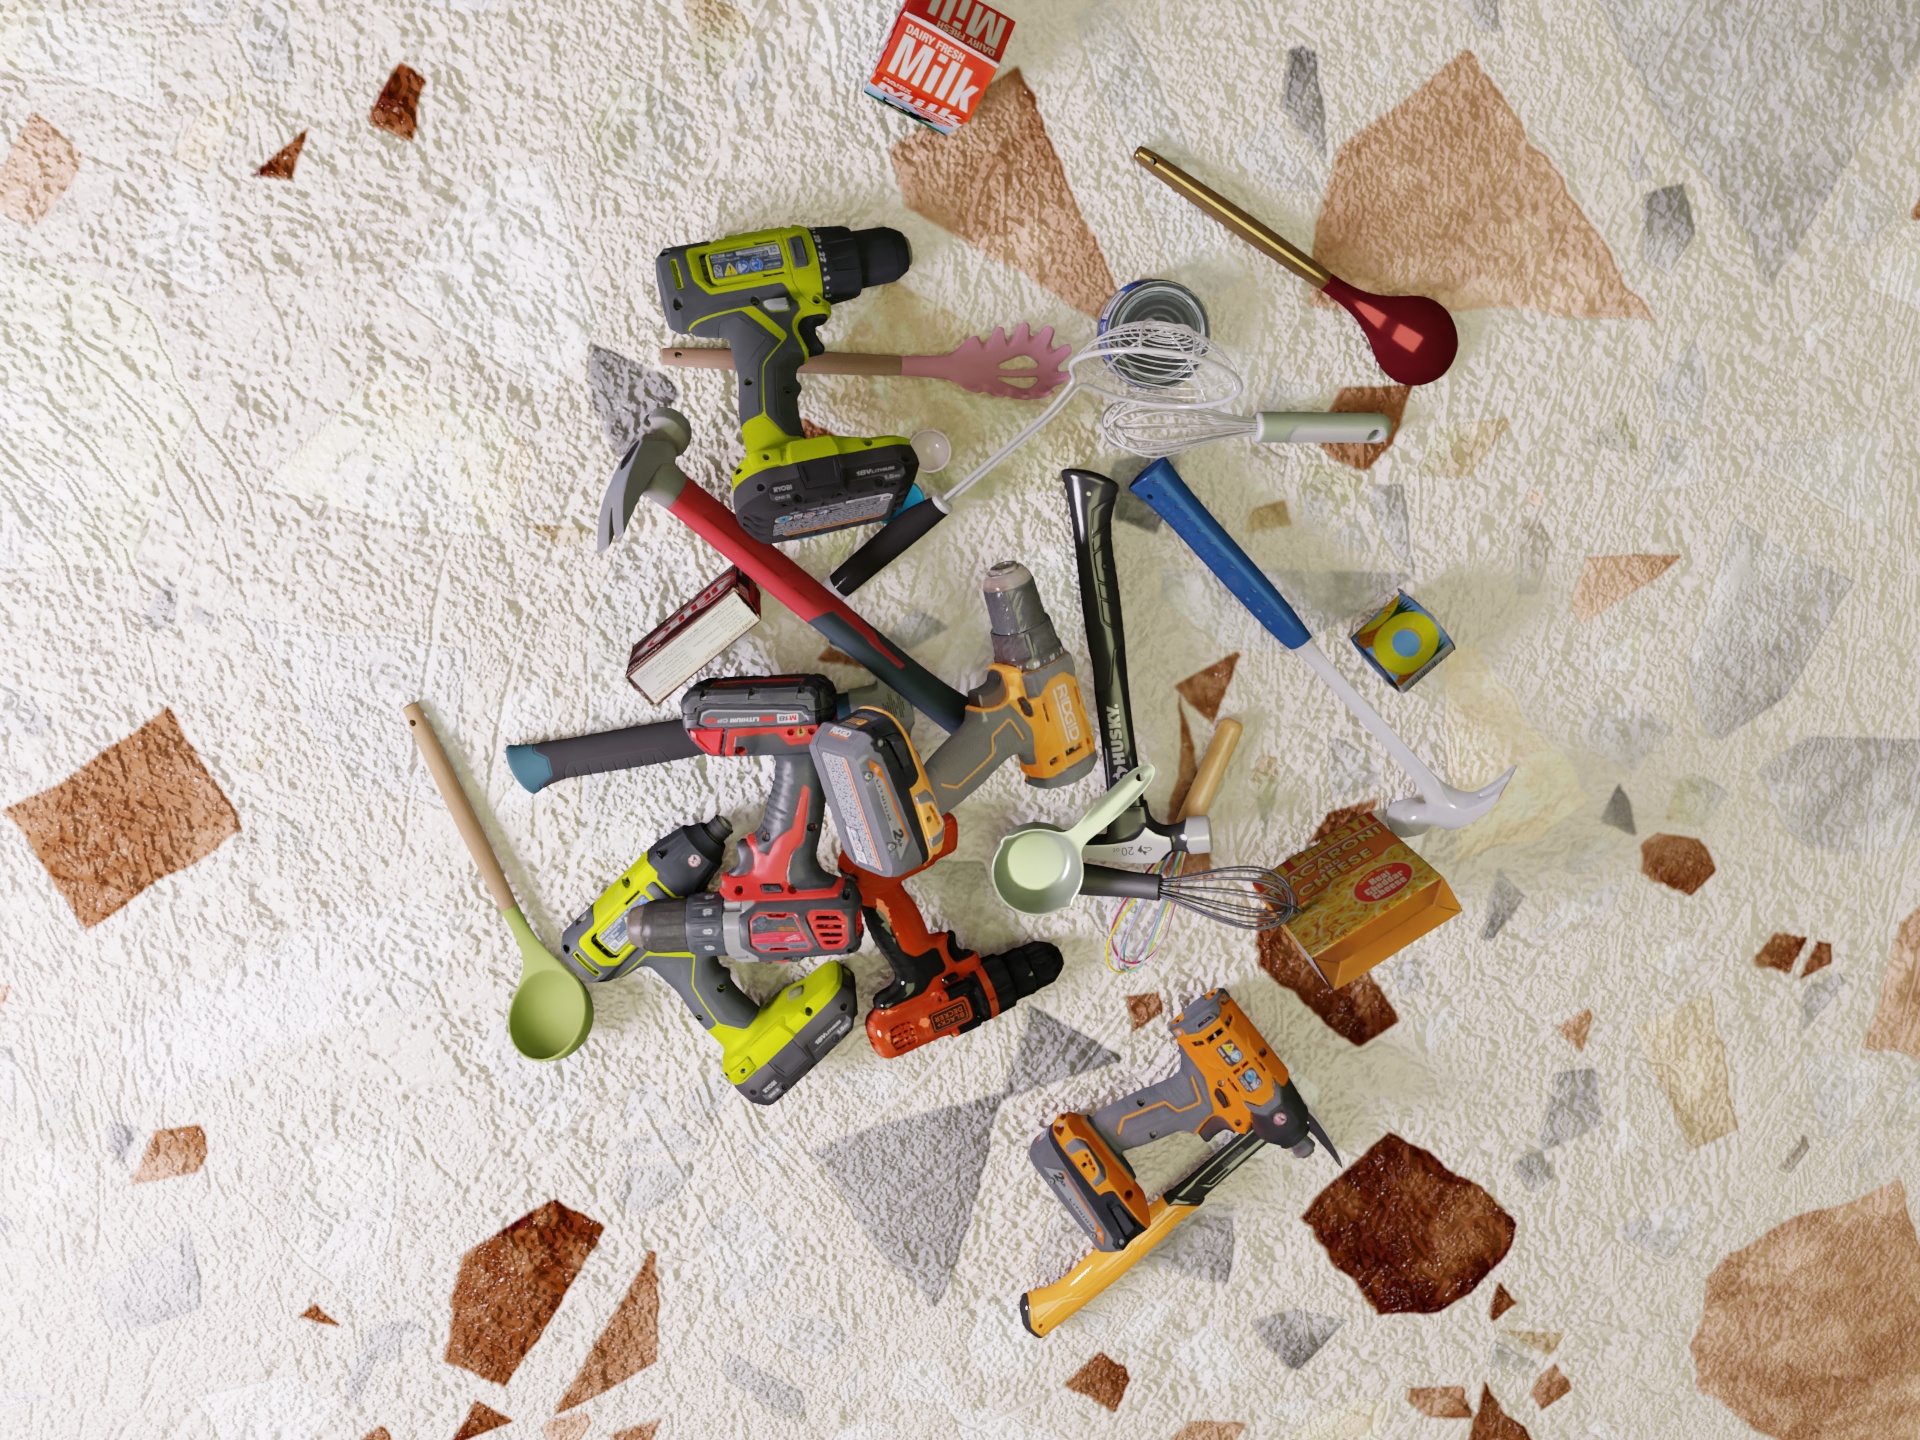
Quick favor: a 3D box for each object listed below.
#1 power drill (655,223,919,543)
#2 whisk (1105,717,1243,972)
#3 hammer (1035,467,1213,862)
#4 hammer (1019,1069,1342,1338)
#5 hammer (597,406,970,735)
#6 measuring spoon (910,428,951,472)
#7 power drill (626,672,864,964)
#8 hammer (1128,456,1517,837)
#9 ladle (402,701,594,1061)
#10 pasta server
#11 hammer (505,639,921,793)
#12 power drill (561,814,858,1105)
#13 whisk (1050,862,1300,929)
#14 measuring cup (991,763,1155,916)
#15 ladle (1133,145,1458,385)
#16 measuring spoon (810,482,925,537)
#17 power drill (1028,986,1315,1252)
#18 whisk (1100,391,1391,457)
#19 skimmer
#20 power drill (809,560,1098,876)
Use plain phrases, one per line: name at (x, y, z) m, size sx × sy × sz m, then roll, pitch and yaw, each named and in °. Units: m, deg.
power drill at (-0.109, -0.261, 1.180) m, size 0.190 × 0.080 × 0.229 m, roll -13°, pitch 80°, yaw -12°
whisk at (0.185, 0.111, 1.375) m, size 0.047 × 0.051 × 0.245 m, roll 22°, pitch 99°, yaw -7°
hammer at (0.118, -0.042, 1.316) m, size 0.146 × 0.035 × 0.334 m, roll -6°, pitch 103°, yaw 10°
hammer at (0.194, 0.464, 1.479) m, size 0.337 × 0.034 × 0.127 m, roll -41°, pitch 105°, yaw 5°
hammer at (-0.106, -0.072, 1.221) m, size 0.386 × 0.143 × 0.038 m, roll 39°, pitch 130°, yaw -26°
measuring spoon at (-0.069, -0.208, 1.270) m, size 0.124 × 0.018 × 0.034 m, roll -10°, pitch 106°, yaw 3°
power drill at (-0.175, 0.082, 1.252) m, size 0.188 × 0.080 × 0.226 m, roll -2°, pitch 100°, yaw 2°
hammer at (0.292, -0.059, 1.311) m, size 0.405 × 0.144 × 0.035 m, roll 46°, pitch 62°, yaw -10°
ladle at (-0.388, 0.135, 1.305) m, size 0.078 × 0.062 × 0.320 m, roll -17°, pitch 105°, yaw 17°
pasta server at (-0.073, -0.279, 1.234) m, size 0.316 × 0.040 × 0.060 m, roll 1°, pitch 84°, yaw -6°
hammer at (-0.203, 0.012, 1.303) m, size 0.331 × 0.033 × 0.128 m, roll -10°, pitch 107°, yaw -4°
power drill at (-0.197, 0.199, 1.336) m, size 0.171 × 0.080 × 0.223 m, roll -44°, pitch 103°, yaw 5°
whisk at (0.166, 0.141, 1.340) m, size 0.239 × 0.055 × 0.055 m, roll 5°, pitch 107°, yaw 18°
measuring cup at (0.096, 0.091, 1.318) m, size 0.167 × 0.038 × 0.083 m, roll -43°, pitch 100°, yaw 8°
ladle at (0.269, -0.363, 1.259) m, size 0.315 × 0.031 × 0.069 m, roll 30°, pitch 100°, yaw -12°
measuring spoon at (-0.091, -0.168, 1.277) m, size 0.128 × 0.021 × 0.042 m, roll -13°, pitch 128°, yaw 6°
power drill at (0.193, 0.367, 1.408) m, size 0.226 × 0.084 × 0.164 m, roll -39°, pitch 85°, yaw 4°
whisk at (0.232, -0.236, 1.280) m, size 0.246 × 0.059 × 0.057 m, roll -2°, pitch 144°, yaw -11°
skimmer at (0.044, -0.181, 1.215) m, size 0.363 × 0.127 × 0.090 m, roll -37°, pitch 66°, yaw 20°
power drill at (-0.002, -0.004, 1.222) m, size 0.226 × 0.084 × 0.185 m, roll -29°, pitch 114°, yaw -29°
